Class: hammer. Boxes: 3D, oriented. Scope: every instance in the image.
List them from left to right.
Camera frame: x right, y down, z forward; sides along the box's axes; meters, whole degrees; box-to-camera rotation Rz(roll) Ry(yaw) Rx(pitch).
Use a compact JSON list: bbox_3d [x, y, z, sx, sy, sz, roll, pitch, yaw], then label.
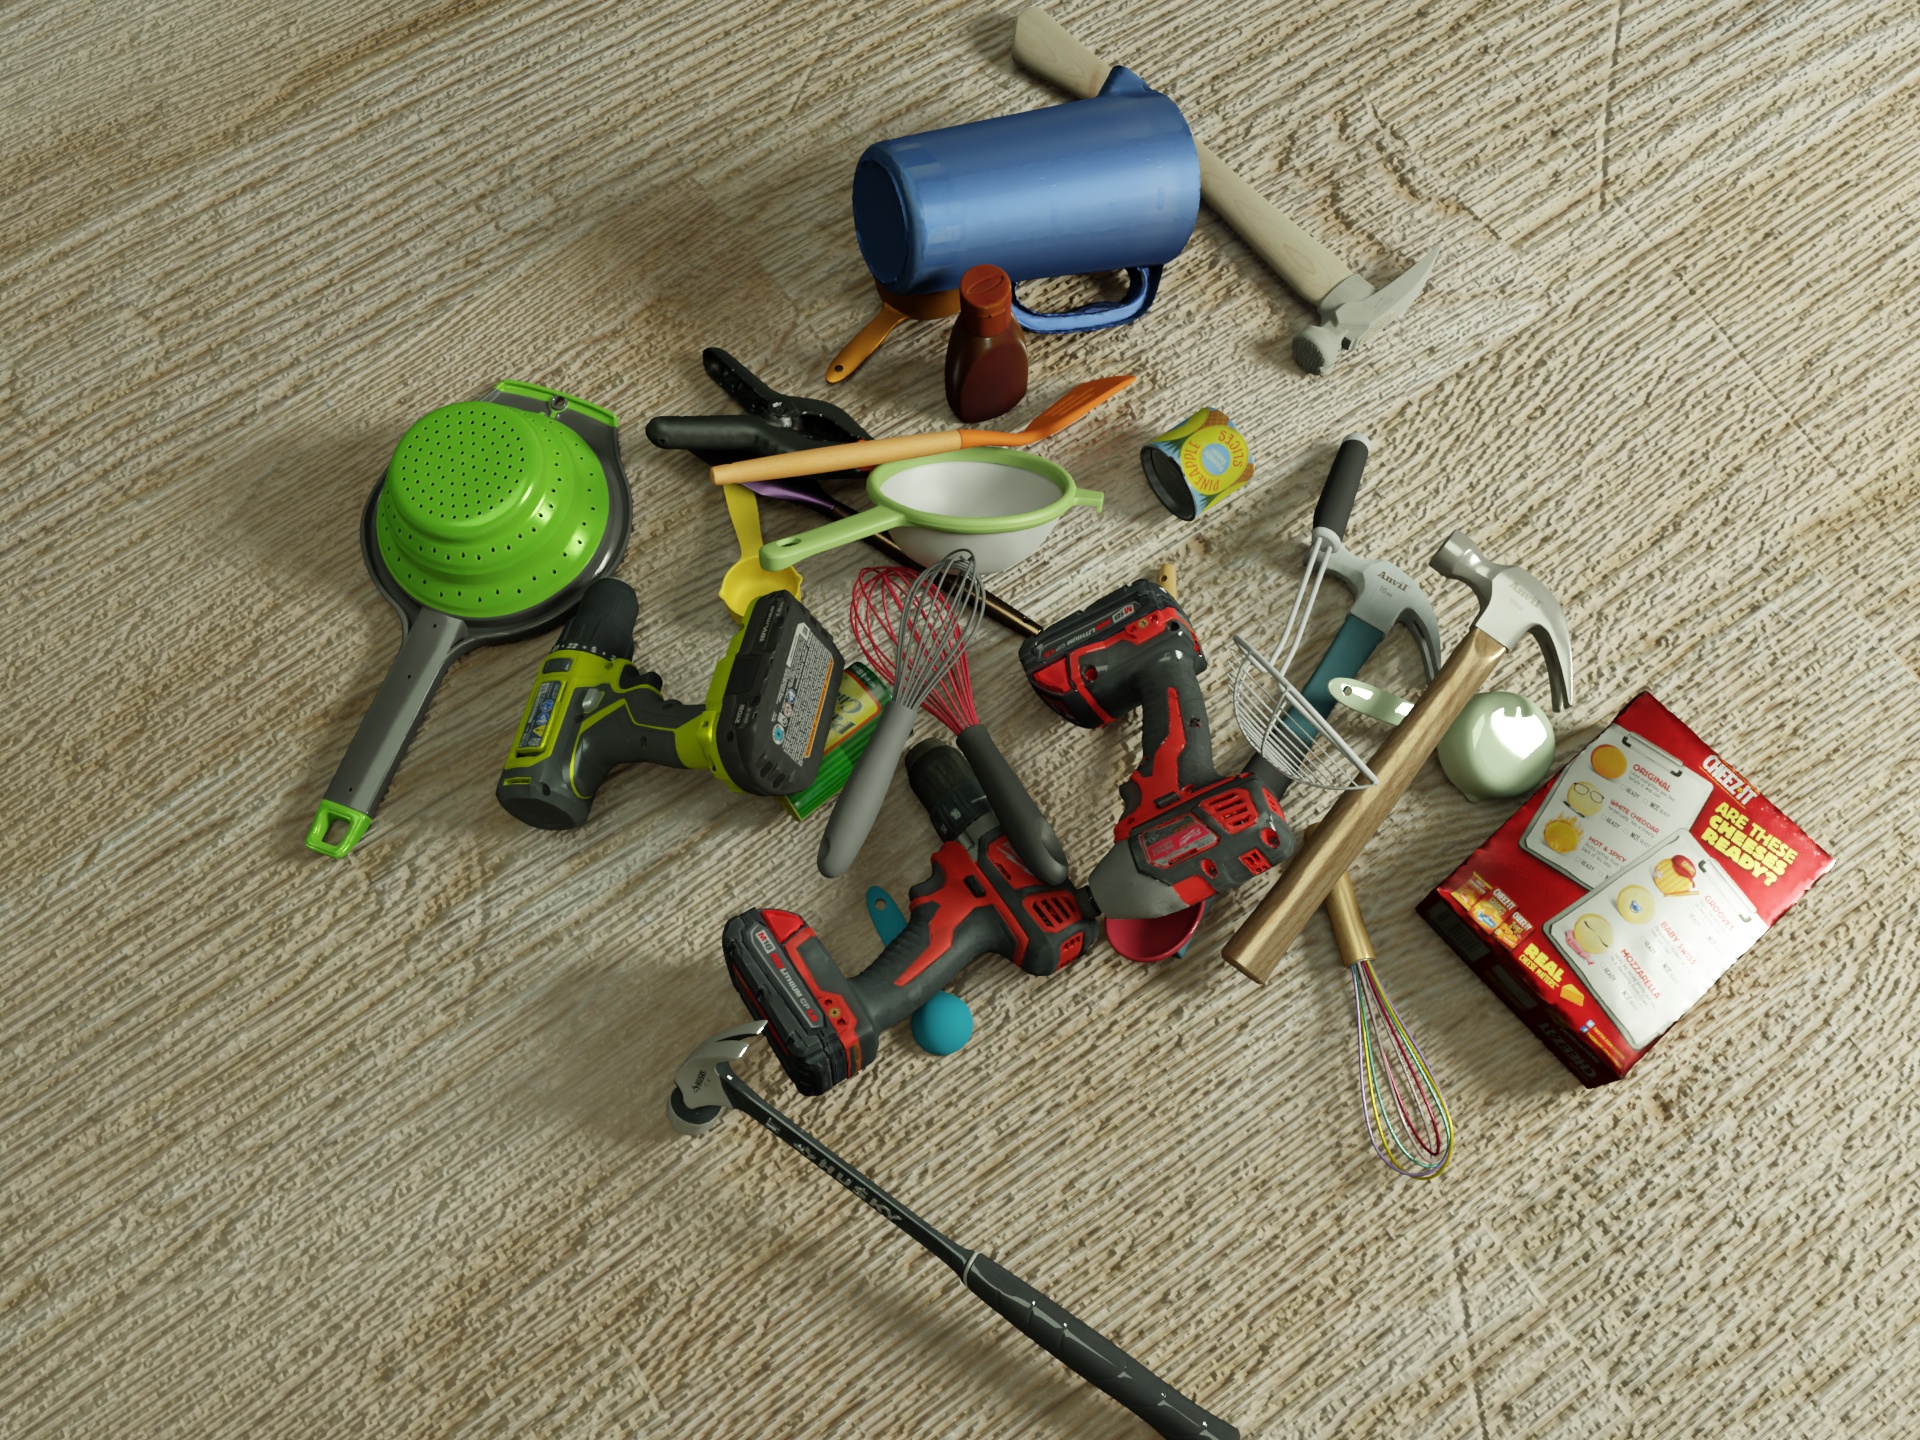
[{"bbox_3d":[-0.005,0.325,0.979,0.409,0.149,0.036,35,52,6],"label":"hammer"},{"bbox_3d":[0.198,-0.455,1.292,0.146,0.038,0.411,-39,74,-13],"label":"hammer"},{"bbox_3d":[0.226,0.022,1.121,0.128,0.033,0.331,32,74,13],"label":"hammer"},{"bbox_3d":[0.288,0.037,1.065,0.130,0.031,0.331,37,86,8],"label":"hammer"}]

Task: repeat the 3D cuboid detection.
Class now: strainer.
[{"bbox_3d":[-0.032,-0.126,1.122,0.256,0.069,0.152,-24,38,-34],"label":"strainer"}]

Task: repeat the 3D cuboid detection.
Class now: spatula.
[{"bbox_3d":[-0.072,-0.146,1.195,0.316,0.018,0.060,33,54,11],"label":"spatula"},{"bbox_3d":[-0.026,-0.210,1.157,0.322,0.081,0.041,-12,103,-20],"label":"spatula"}]

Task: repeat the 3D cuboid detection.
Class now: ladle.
[{"bbox_3d":[0.140,0.023,1.107,0.069,0.031,0.316,-9,58,25],"label":"ladle"}]

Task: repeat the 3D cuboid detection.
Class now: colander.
[{"bbox_3d":[-0.380,-0.094,1.144,0.204,0.094,0.397,18,71,8],"label":"colander"}]

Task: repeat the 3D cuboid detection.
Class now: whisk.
[{"bbox_3d":[-0.041,-0.007,1.047,0.055,0.055,0.239,22,77,9],"label":"whisk"},{"bbox_3d":[-0.002,-0.003,1.091,0.073,0.073,0.296,-26,57,-8],"label":"whisk"},{"bbox_3d":[0.276,0.181,1.057,0.051,0.047,0.245,-6,66,-16],"label":"whisk"}]

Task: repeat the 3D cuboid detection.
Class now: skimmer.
[{"bbox_3d":[0.258,-0.095,1.073,0.127,0.090,0.363,43,48,-19],"label":"skimmer"}]

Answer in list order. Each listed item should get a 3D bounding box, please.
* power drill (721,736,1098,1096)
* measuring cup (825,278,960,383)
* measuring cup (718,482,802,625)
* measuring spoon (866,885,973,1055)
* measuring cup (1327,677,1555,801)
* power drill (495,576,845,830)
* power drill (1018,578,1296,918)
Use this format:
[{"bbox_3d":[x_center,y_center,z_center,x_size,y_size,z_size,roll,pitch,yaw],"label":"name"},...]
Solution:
[{"bbox_3d":[-0.045,0.122,1.059,0.226,0.080,0.188,-28,63,-18],"label":"power drill"},{"bbox_3d":[-0.052,-0.337,1.245,0.095,0.052,0.174,35,73,13],"label":"measuring cup"},{"bbox_3d":[-0.157,-0.132,1.195,0.062,0.029,0.157,-12,58,-6],"label":"measuring cup"},{"bbox_3d":[-0.033,0.166,1.080,0.042,0.021,0.129,-27,71,-8],"label":"measuring spoon"},{"bbox_3d":[0.333,0.002,1.095,0.167,0.038,0.083,20,83,-11],"label":"measuring cup"},{"bbox_3d":[-0.200,-0.023,1.091,0.228,0.080,0.191,-4,58,28],"label":"power drill"},{"bbox_3d":[0.120,0.026,1.054,0.143,0.078,0.220,-28,52,15],"label":"power drill"}]
